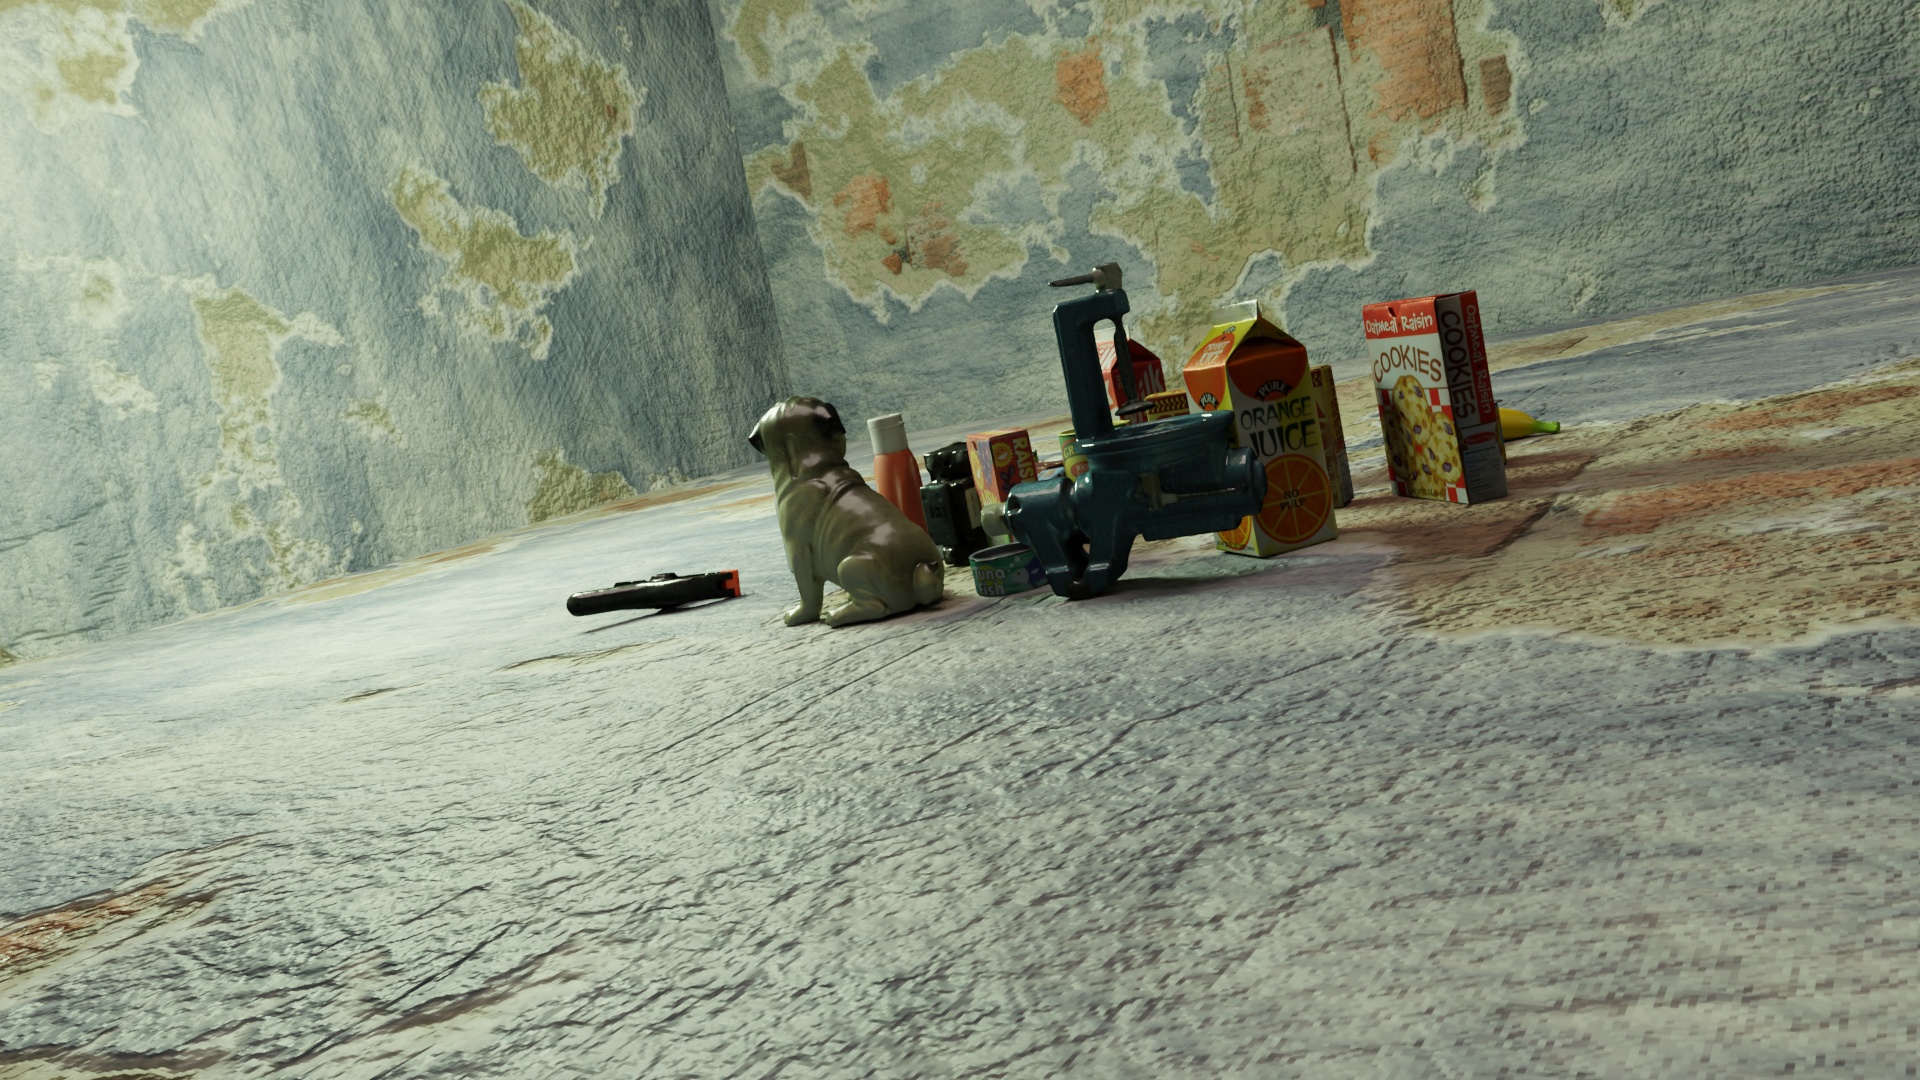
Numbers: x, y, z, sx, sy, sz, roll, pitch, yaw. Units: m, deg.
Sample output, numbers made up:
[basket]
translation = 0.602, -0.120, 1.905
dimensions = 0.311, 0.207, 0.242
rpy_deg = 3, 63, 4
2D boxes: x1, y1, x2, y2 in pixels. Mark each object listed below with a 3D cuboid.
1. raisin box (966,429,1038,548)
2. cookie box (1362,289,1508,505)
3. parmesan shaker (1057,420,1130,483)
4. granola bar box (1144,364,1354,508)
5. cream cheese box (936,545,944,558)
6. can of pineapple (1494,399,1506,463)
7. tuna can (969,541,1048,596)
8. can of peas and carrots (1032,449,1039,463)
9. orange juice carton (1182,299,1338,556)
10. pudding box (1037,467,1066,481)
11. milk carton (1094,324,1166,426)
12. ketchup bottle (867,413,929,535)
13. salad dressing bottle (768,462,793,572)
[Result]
[raisin box]
translation = 0.043, -0.036, 1.234
dimensions = 0.040, 0.123, 0.086
rpy_deg = -13, 8, -12
[cookie box]
translation = 0.388, -0.118, 1.146
dimensions = 0.040, 0.167, 0.123
rpy_deg = -13, 7, -9
[parmesan shaker]
translation = 0.137, -0.059, 1.331
dimensions = 0.071, 0.103, 0.071
rpy_deg = -12, 7, 2
[granola bar box]
translation = 0.257, -0.083, 1.247
dimensions = 0.165, 0.124, 0.039
rpy_deg = -7, 8, 29
[cream cheese box]
translation = 0.005, -0.018, 1.416
dimensions = 0.024, 0.053, 0.104
rpy_deg = -7, 9, 33
[can of pineapple]
translation = 0.462, -0.094, 1.267
dimensions = 0.071, 0.057, 0.071
rpy_deg = -12, 8, 2
[tuna can]
translation = 0.041, 0.023, 1.147
dimensions = 0.071, 0.032, 0.071
rpy_deg = -12, 8, 2
[can of peas and carrots]
translation = 0.070, -0.080, 1.745
dimensions = 0.071, 0.058, 0.071
rpy_deg = -12, 8, 2
[orange juice carton]
translation = 0.229, -0.089, 1.080
dimensions = 0.073, 0.192, 0.072
rpy_deg = -14, 8, -16
[pudding box]
translation = 0.097, -0.049, 1.516
dimensions = 0.030, 0.049, 0.084
rpy_deg = -9, 8, 18
[milk carton]
translation = 0.169, -0.126, 1.443
dimensions = 0.074, 0.190, 0.072
rpy_deg = -17, 9, -34
[ketchup bottle]
translation = -0.063, -0.056, 1.443
dimensions = 0.043, 0.148, 0.065
rpy_deg = -9, 8, 23
[salad dressing bottle]
translation = -0.179, -0.041, 1.508
dimensions = 0.044, 0.147, 0.064
rpy_deg = -15, 8, -22
